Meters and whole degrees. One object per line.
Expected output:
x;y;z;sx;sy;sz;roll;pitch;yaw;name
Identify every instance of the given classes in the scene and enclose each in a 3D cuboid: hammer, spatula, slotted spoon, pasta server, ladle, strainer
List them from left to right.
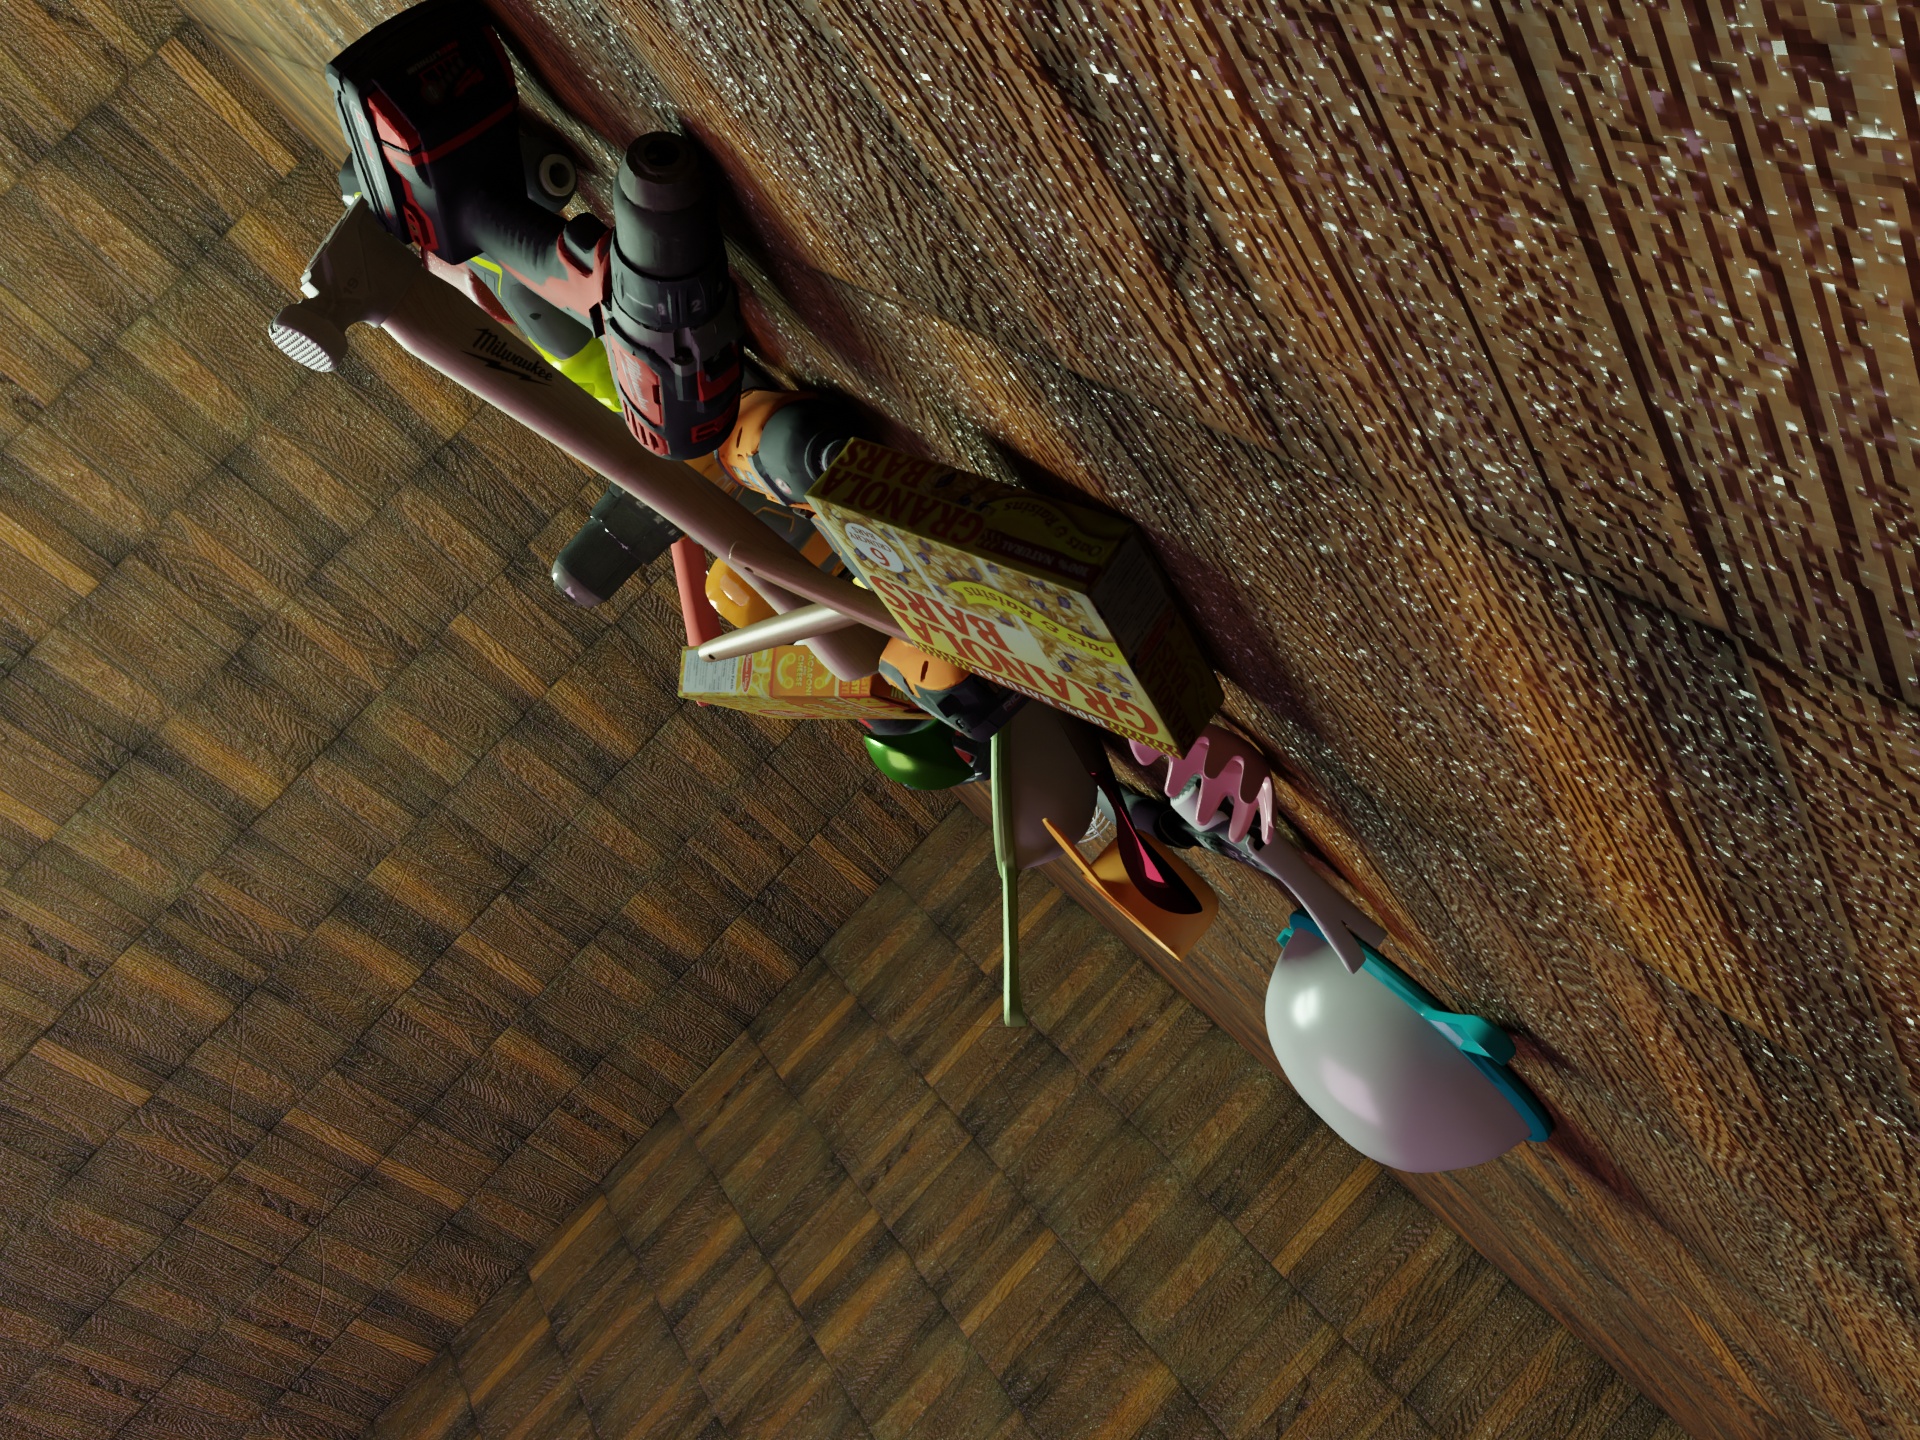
-0.183;-0.157;0.936;0.410;0.146;0.038;37;156;-31;hammer
-0.247;-0.165;1.398;0.149;0.036;0.359;43;-155;-51;hammer
-0.055;-0.060;0.865;0.316;0.018;0.059;-10;131;49;spatula
-0.002;-0.003;1.067;0.070;0.031;0.314;19;-163;7;slotted spoon
0.017;-0.023;0.802;0.316;0.040;0.060;24;159;14;pasta server
0.060;0.082;1.079;0.151;0.069;0.257;78;-169;-60;strainer
0.070;0.007;0.900;0.315;0.031;0.069;60;178;-36;ladle
0.154;0.076;1.049;0.149;0.036;0.409;43;176;-6;hammer
0.265;0.217;0.976;0.211;0.095;0.340;43;177;10;strainer

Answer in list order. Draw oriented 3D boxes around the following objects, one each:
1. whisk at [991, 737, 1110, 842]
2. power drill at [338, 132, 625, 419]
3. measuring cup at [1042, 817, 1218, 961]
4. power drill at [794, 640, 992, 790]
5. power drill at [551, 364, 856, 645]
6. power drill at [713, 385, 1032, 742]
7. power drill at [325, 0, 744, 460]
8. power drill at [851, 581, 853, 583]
0.021;-0.014;1.276;0.284;0.070;0.070;49;175;-2;whisk
-0.255;-0.276;0.994;0.191;0.080;0.228;13;156;39;power drill
0.109;0.091;1.031;0.095;0.052;0.173;38;173;45;measuring cup
-0.067;-0.026;1.345;0.219;0.079;0.143;35;150;-34;power drill
-0.164;-0.123;1.079;0.084;0.185;0.226;42;178;24;power drill
-0.041;-0.094;0.915;0.226;0.084;0.164;49;172;-25;power drill
-0.190;-0.243;0.746;0.227;0.080;0.187;42;157;12;power drill
-0.076;-0.038;1.521;0.223;0.080;0.171;44;-160;-10;power drill
